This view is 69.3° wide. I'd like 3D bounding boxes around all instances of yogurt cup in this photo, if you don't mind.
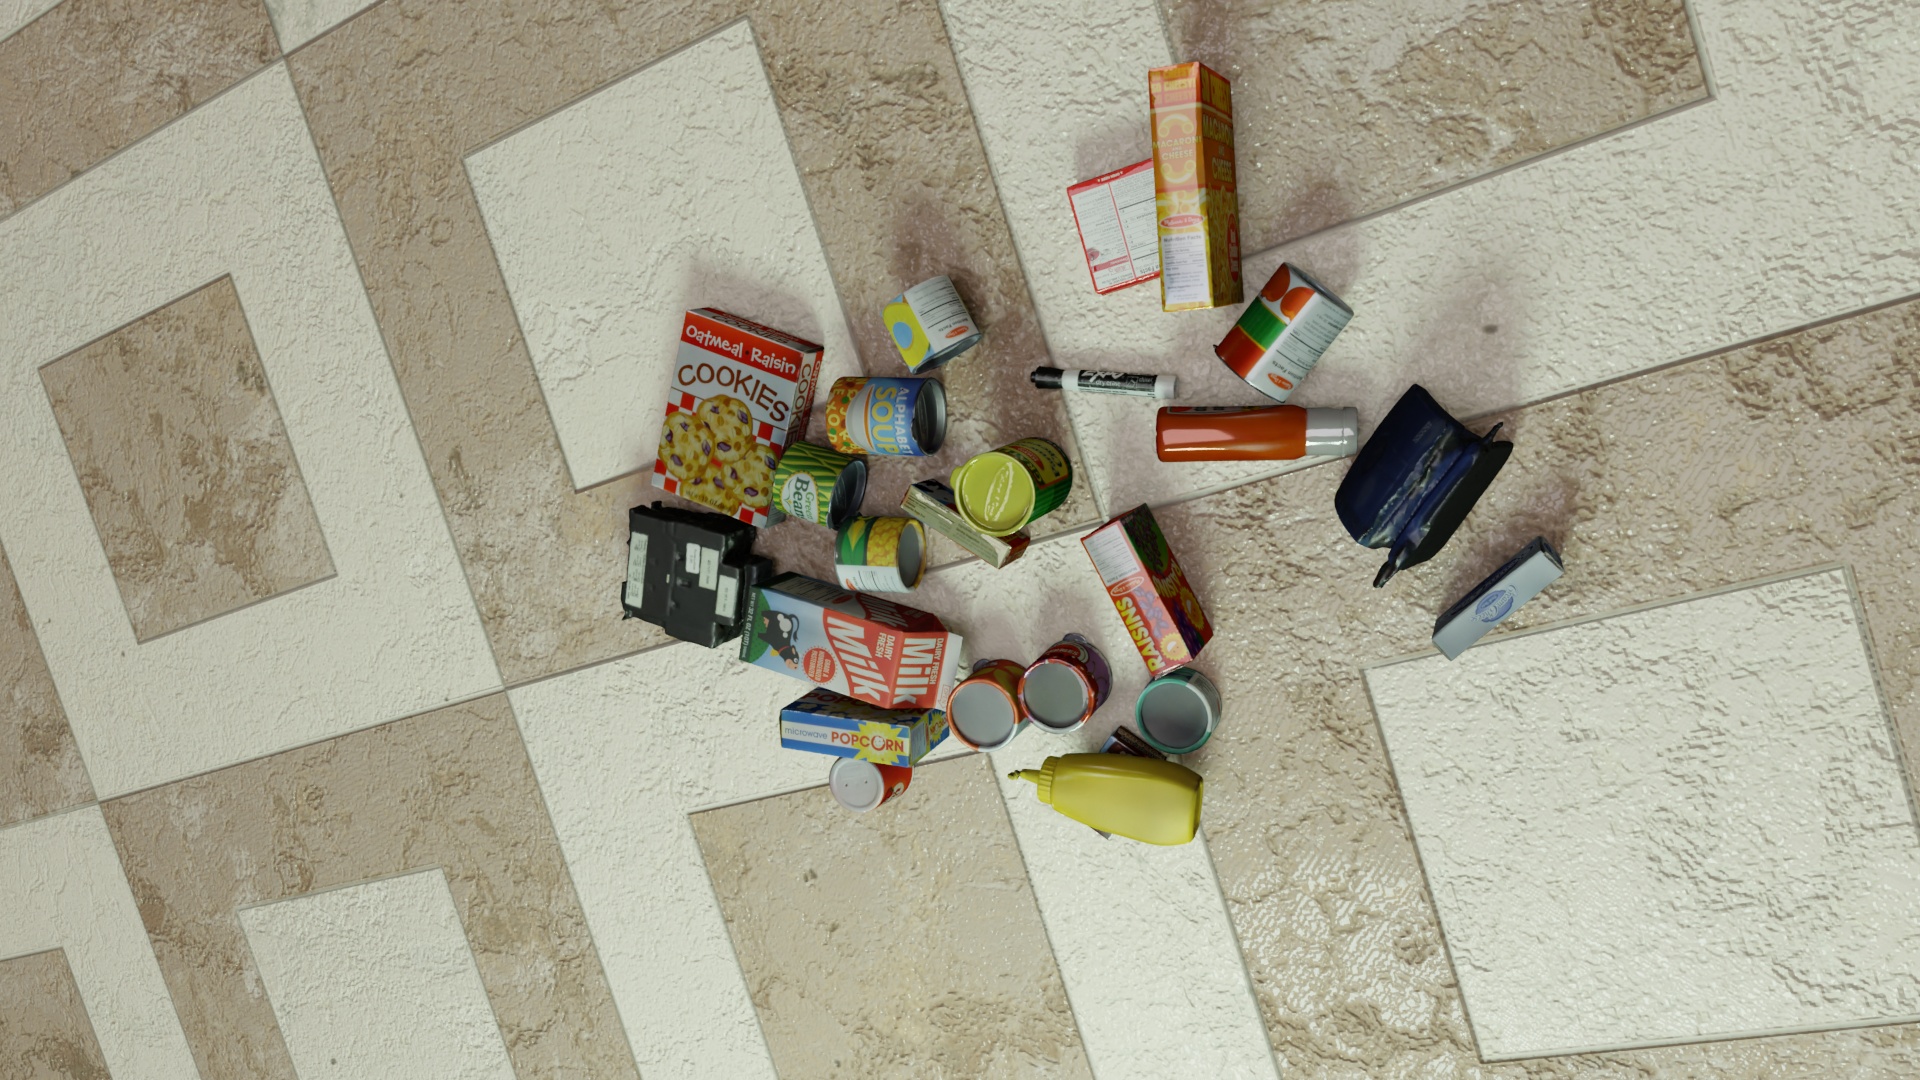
[{"bbox_3d":[-0.082,0.209,1.244,0.072,0.054,0.072,4,101,21],"label":"yogurt cup"}]

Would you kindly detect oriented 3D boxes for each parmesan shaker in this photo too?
[{"bbox_3d":[0.042,-0.047,1.115,0.071,0.103,0.071,5,103,21],"label":"parmesan shaker"}]

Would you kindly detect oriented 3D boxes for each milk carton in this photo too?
[{"bbox_3d":[-0.090,0.090,1.212,0.191,0.073,0.072,15,104,19],"label":"milk carton"}]

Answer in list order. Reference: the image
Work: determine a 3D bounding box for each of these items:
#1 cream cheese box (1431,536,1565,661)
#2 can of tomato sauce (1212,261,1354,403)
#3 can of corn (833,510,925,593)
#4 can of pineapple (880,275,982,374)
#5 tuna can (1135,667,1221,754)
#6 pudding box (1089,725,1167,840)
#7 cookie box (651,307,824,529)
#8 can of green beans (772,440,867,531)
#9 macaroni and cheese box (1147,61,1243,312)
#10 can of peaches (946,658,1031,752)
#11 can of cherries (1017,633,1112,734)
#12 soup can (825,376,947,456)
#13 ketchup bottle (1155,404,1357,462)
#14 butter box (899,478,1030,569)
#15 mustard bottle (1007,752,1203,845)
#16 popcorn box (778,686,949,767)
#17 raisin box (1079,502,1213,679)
[{"bbox_3d":[0.392,0.042,1.017,0.024,0.053,0.103,47,113,5],"label":"cream cheese box"},{"bbox_3d":[0.240,-0.156,1.034,0.071,0.071,0.082,40,112,10],"label":"can of tomato sauce"},{"bbox_3d":[-0.068,0.009,1.193,0.058,0.071,0.071,2,101,21],"label":"can of corn"},{"bbox_3d":[-0.025,-0.176,1.138,0.071,0.071,0.058,-29,88,25],"label":"can of pineapple"},{"bbox_3d":[0.176,0.140,1.136,0.071,0.033,0.071,4,102,21],"label":"tuna can"},{"bbox_3d":[0.130,0.204,1.169,0.050,0.030,0.083,35,111,13],"label":"pudding box"},{"bbox_3d":[-0.199,-0.110,1.236,0.123,0.040,0.166,21,109,17],"label":"cookie box"},{"bbox_3d":[-0.122,-0.048,1.201,0.058,0.071,0.071,18,107,18],"label":"can of green beans"},{"bbox_3d":[0.172,-0.253,1.009,0.040,0.124,0.166,-2,100,22],"label":"macaroni and cheese box"},{"bbox_3d":[0.026,0.139,1.183,0.071,0.058,0.071,5,103,21],"label":"can of peaches"},{"bbox_3d":[0.086,0.119,1.154,0.071,0.058,0.071,5,103,21],"label":"can of cherries"},{"bbox_3d":[-0.063,-0.104,1.164,0.084,0.071,0.071,3,102,22],"label":"soup can"},{"bbox_3d":[0.225,-0.082,1.058,0.149,0.065,0.043,0,95,13],"label":"ketchup bottle"},{"bbox_3d":[0.004,-0.015,1.165,0.103,0.053,0.024,32,108,13],"label":"butter box"},{"bbox_3d":[0.115,0.202,1.130,0.160,0.049,0.065,9,104,20],"label":"mustard bottle"},{"bbox_3d":[-0.084,0.160,1.217,0.127,0.085,0.038,5,102,22],"label":"popcorn box"},{"bbox_3d":[0.149,0.038,1.098,0.040,0.086,0.123,-28,89,23],"label":"raisin box"}]
